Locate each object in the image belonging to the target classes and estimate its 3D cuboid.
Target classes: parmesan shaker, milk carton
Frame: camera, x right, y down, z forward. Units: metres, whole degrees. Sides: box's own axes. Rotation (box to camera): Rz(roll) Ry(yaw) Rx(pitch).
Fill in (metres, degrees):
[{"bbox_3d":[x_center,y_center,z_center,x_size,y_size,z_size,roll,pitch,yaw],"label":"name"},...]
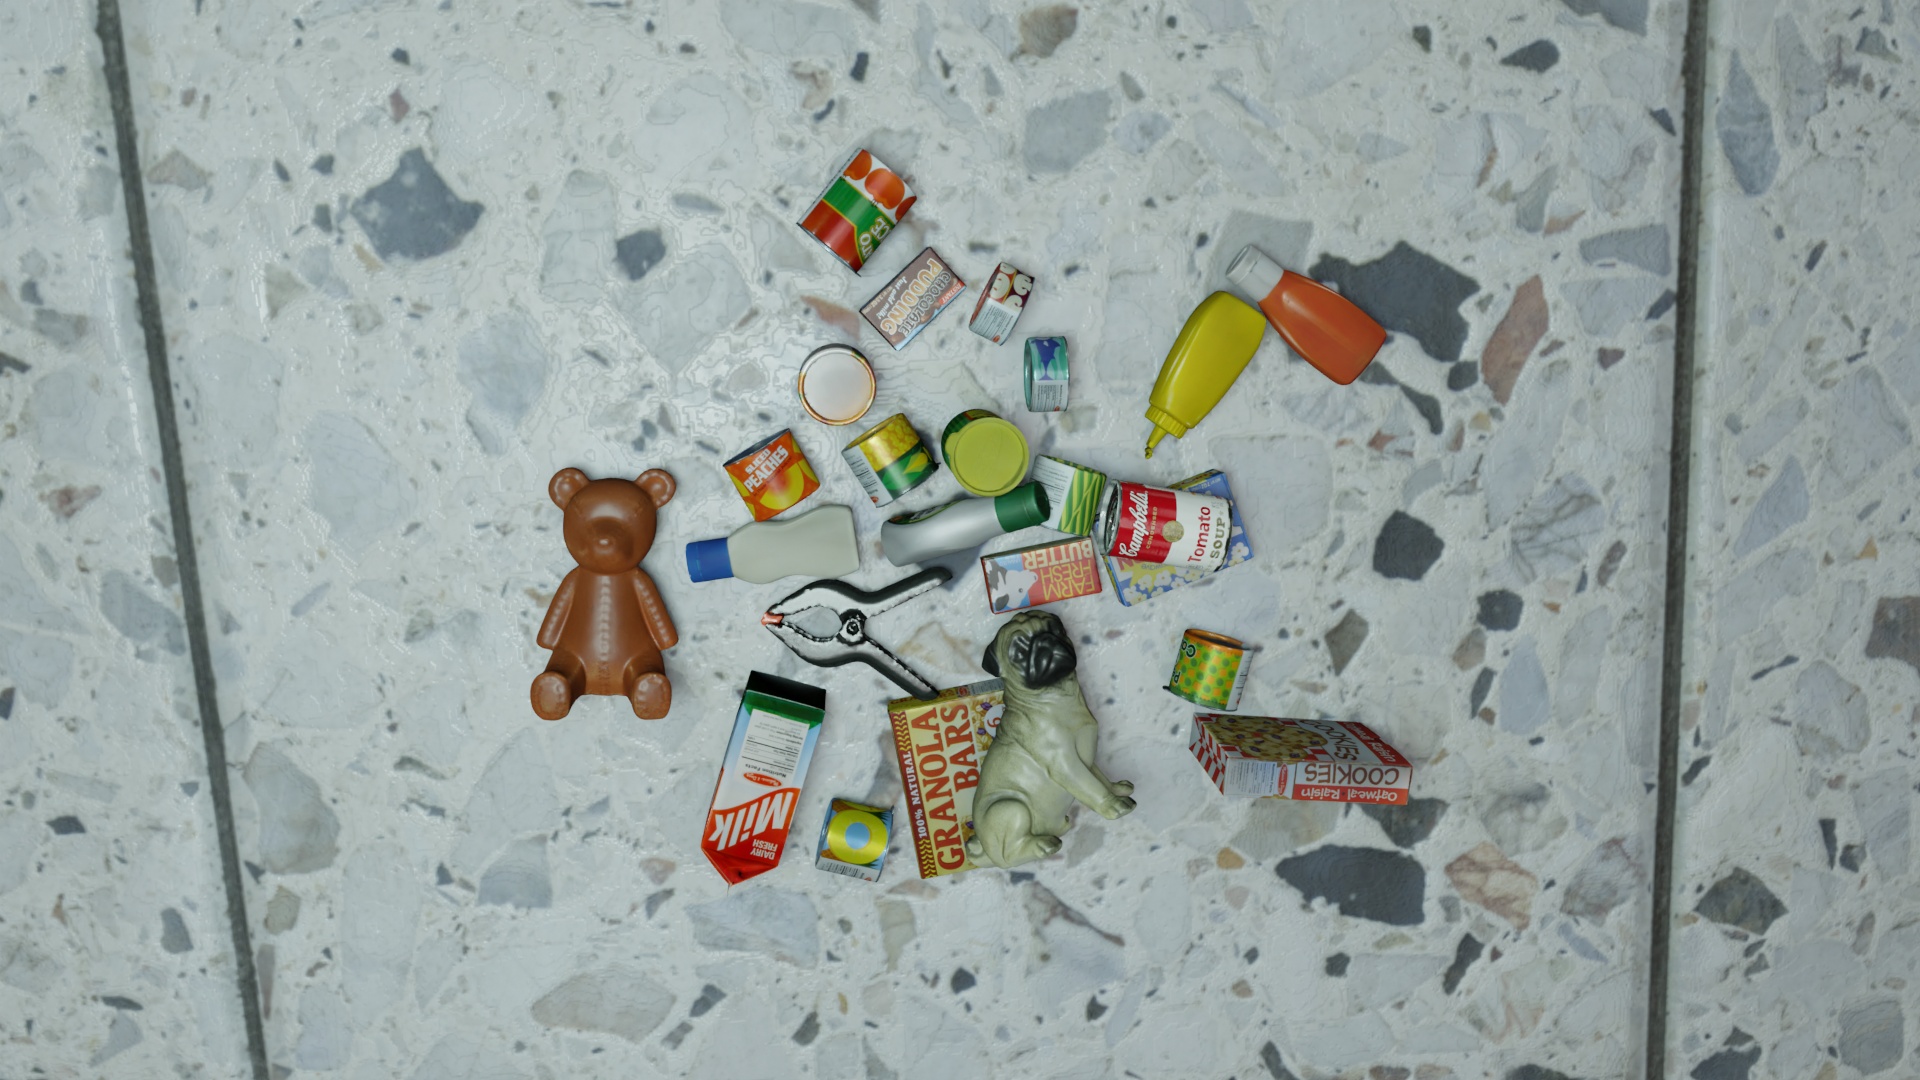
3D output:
[{"bbox_3d":[0.017,-0.079,1.195,0.071,0.103,0.071,-1,100,-6],"label":"parmesan shaker"},{"bbox_3d":[-0.181,0.221,1.243,0.073,0.072,0.190,16,96,-8],"label":"milk carton"}]

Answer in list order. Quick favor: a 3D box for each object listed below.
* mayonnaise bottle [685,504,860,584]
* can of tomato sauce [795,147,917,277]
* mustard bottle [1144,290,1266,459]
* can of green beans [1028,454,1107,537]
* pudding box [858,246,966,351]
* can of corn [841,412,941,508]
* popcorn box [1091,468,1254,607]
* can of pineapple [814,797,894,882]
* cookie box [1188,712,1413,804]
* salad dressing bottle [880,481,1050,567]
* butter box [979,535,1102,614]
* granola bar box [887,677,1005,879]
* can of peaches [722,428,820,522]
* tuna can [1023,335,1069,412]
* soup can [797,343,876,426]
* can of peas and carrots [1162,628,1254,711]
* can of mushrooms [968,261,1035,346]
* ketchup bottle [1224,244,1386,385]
[{"bbox_3d":[-0.165,0.008,1.225,0.148,0.041,0.064,-9,99,-3],"label":"mayonnaise bottle"},{"bbox_3d":[-0.086,-0.277,1.171,0.071,0.071,0.083,39,93,-10],"label":"can of tomato sauce"},{"bbox_3d":[0.205,-0.142,1.231,0.065,0.049,0.160,32,96,-10],"label":"mustard bottle"},{"bbox_3d":[0.091,-0.040,1.228,0.071,0.071,0.057,16,98,-8],"label":"can of green beans"},{"bbox_3d":[-0.041,-0.209,1.205,0.083,0.030,0.049,-42,102,3],"label":"pudding box"},{"bbox_3d":[-0.060,-0.072,1.209,0.071,0.071,0.058,-33,101,1],"label":"can of corn"},{"bbox_3d":[0.190,-0.003,1.258,0.127,0.038,0.085,-22,100,-1],"label":"popcorn box"},{"bbox_3d":[-0.096,0.270,1.263,0.058,0.071,0.071,15,98,-8],"label":"can of pineapple"},{"bbox_3d":[0.305,0.196,1.258,0.167,0.123,0.040,4,100,-6],"label":"cookie box"},{"bbox_3d":[0.004,-0.015,1.206,0.147,0.064,0.044,-16,93,22],"label":"salad dressing bottle"},{"bbox_3d":[0.073,0.030,1.259,0.103,0.024,0.053,-11,100,-4],"label":"butter box"},{"bbox_3d":[0.008,0.218,1.277,0.124,0.039,0.165,-11,100,-3],"label":"granola bar box"},{"bbox_3d":[-0.162,-0.056,1.199,0.071,0.071,0.058,-29,102,0],"label":"can of peaches"},{"bbox_3d":[0.074,-0.147,1.210,0.033,0.071,0.071,-2,100,-4],"label":"tuna can"},{"bbox_3d":[-0.104,-0.131,1.185,0.071,0.084,0.071,-1,100,-6],"label":"soup can"},{"bbox_3d":[0.226,0.117,1.268,0.071,0.071,0.058,14,97,-8],"label":"can of peas and carrots"},{"bbox_3d":[0.036,-0.206,1.197,0.033,0.071,0.071,25,97,-8],"label":"can of mushrooms"},{"bbox_3d":[0.303,-0.204,1.232,0.149,0.043,0.064,36,94,-10],"label":"ketchup bottle"}]
